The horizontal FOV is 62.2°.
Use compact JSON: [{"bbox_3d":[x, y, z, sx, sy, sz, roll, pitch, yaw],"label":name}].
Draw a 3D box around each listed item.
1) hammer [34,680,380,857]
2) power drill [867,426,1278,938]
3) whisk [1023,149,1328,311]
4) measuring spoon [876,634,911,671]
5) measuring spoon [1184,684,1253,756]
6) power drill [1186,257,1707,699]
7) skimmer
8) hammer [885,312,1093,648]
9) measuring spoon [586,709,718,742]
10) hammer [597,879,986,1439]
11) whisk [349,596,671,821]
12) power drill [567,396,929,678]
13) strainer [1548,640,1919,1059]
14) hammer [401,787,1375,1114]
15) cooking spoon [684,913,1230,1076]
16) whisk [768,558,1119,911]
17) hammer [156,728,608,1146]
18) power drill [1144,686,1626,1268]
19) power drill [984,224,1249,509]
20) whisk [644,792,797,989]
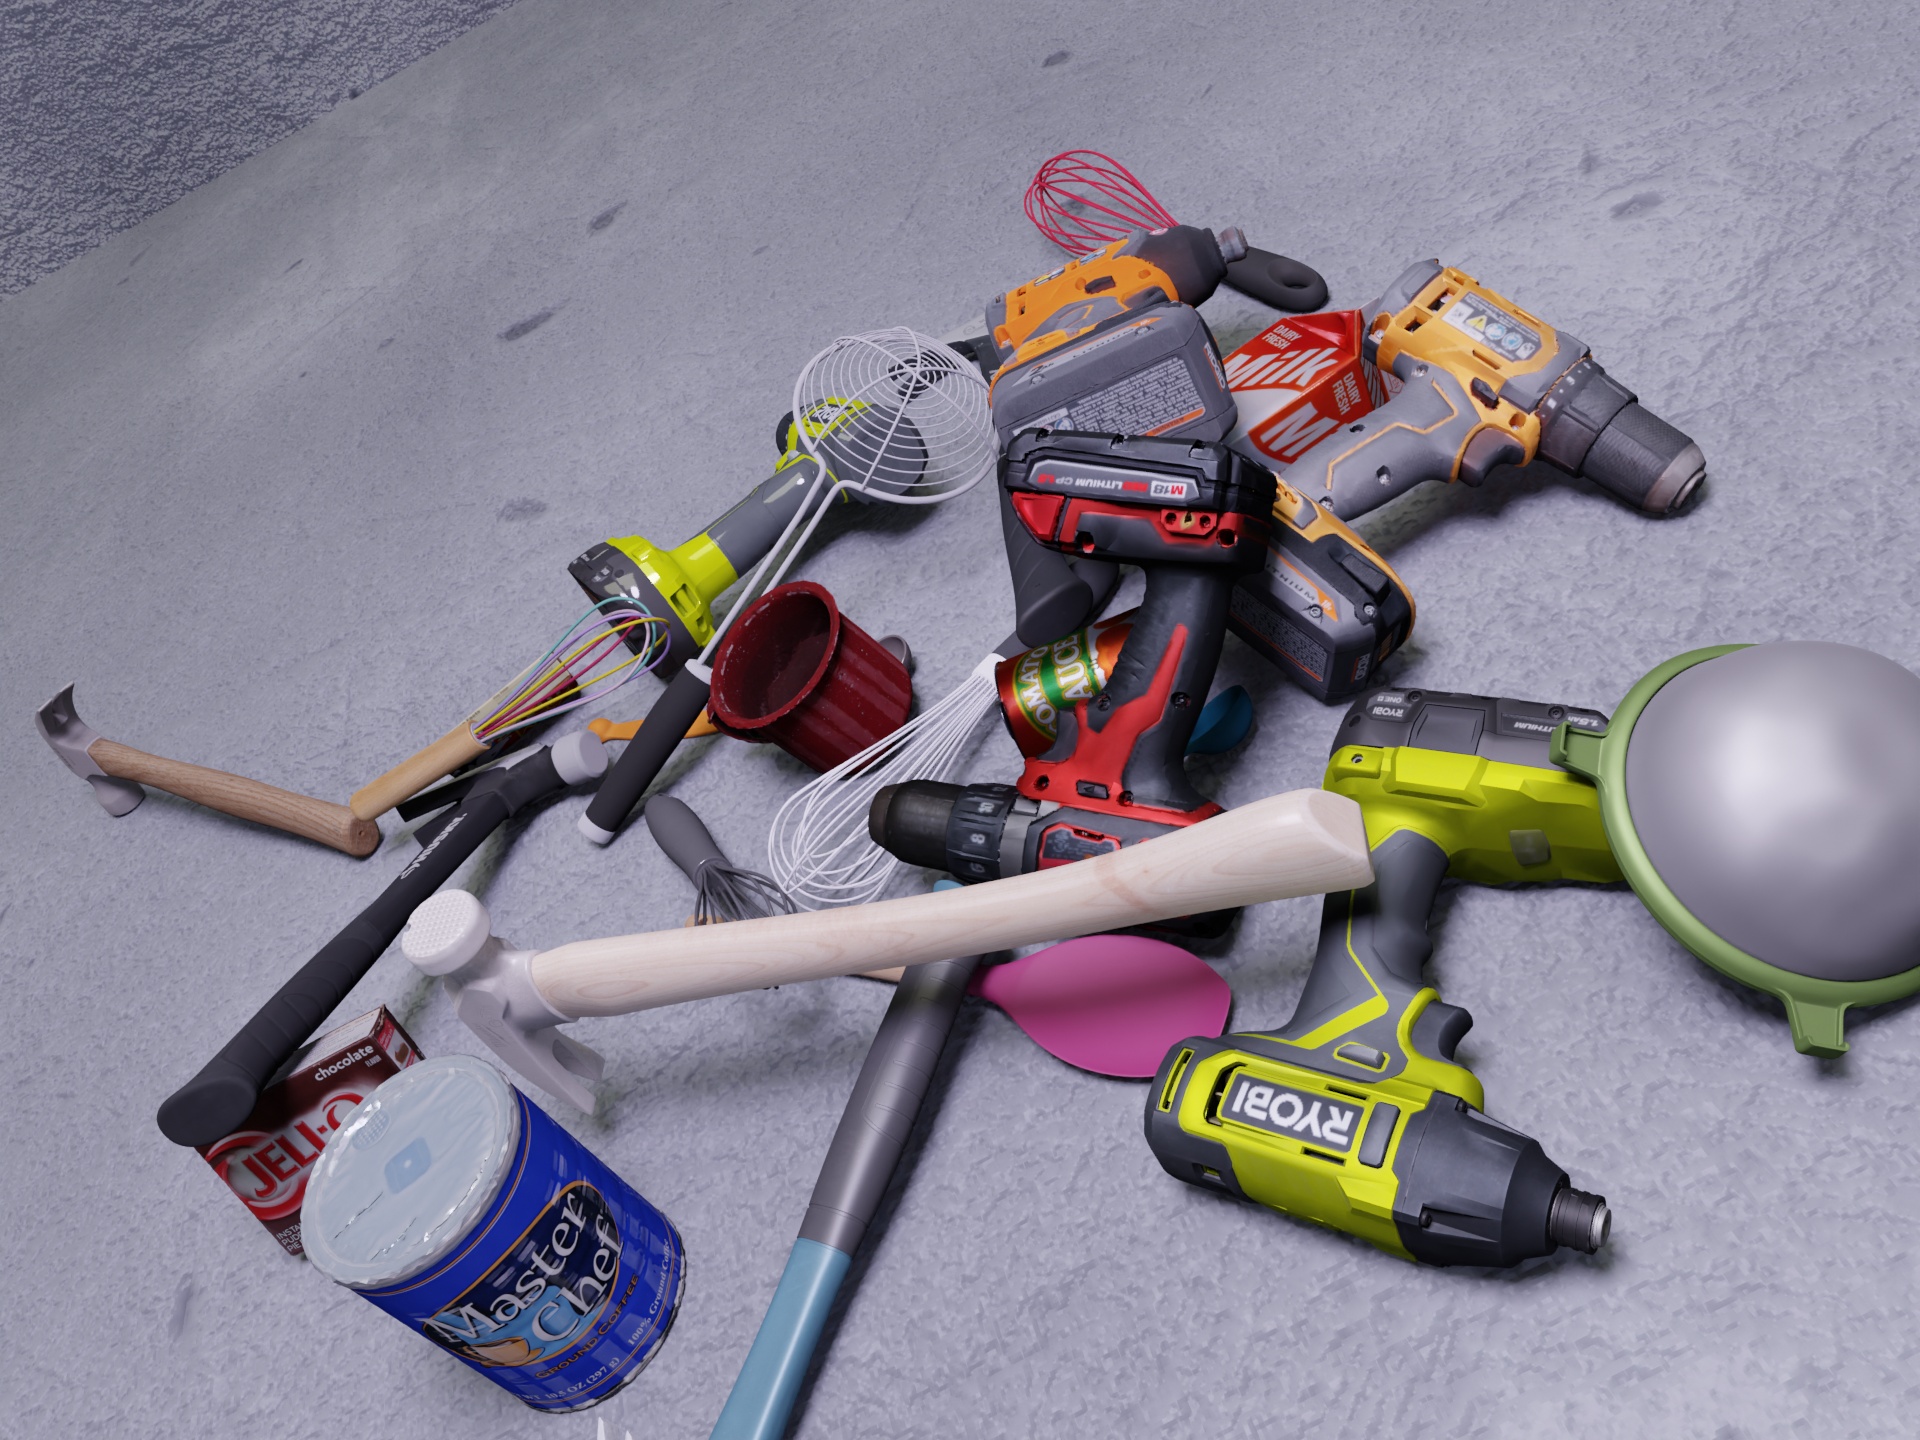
[{"bbox_3d":[-0.536,0.044,1.123,0.331,0.129,0.031,11,51,28],"label":"hammer"},{"bbox_3d":[0.052,-0.019,0.753,0.188,0.080,0.226,9,94,26],"label":"power drill"},{"bbox_3d":[0.146,-0.342,1.123,0.073,0.073,0.296,-42,48,-12],"label":"whisk"},{"bbox_3d":[-0.069,-0.043,0.987,0.124,0.018,0.034,20,76,50],"label":"measuring spoon"},{"bbox_3d":[0.105,0.036,0.799,0.128,0.021,0.042,-49,8,-7],"label":"measuring spoon"},{"bbox_3d":[0.240,-0.114,0.801,0.185,0.084,0.226,41,76,22],"label":"power drill"},{"bbox_3d":[-0.112,-0.078,0.966,0.127,0.090,0.363,37,98,7],"label":"skimmer"},{"bbox_3d":[0.030,-0.170,1.004,0.149,0.036,0.409,-23,35,12],"label":"hammer"},{"bbox_3d":[-0.194,0.002,1.017,0.117,0.011,0.021,-5,47,28],"label":"measuring spoon"},{"bbox_3d":[-0.052,0.216,0.687,0.128,0.033,0.331,3,55,34],"label":"hammer"},{"bbox_3d":[-0.281,-0.004,0.978,0.245,0.051,0.047,-30,12,14],"label":"whisk"},{"bbox_3d":[-0.145,-0.137,1.068,0.228,0.080,0.191,-39,25,-10],"label":"power drill"},{"bbox_3d":[0.366,0.001,0.600,0.256,0.069,0.152,-28,69,-16],"label":"strainer"},{"bbox_3d":[-0.029,0.097,0.687,0.410,0.146,0.038,-12,45,17],"label":"hammer"},{"bbox_3d":[-0.016,0.123,0.783,0.319,0.017,0.069,5,56,34],"label":"cooking spoon"},{"bbox_3d":[-0.002,-0.003,0.876,0.070,0.070,0.285,20,56,42],"label":"whisk"},{"bbox_3d":[-0.326,0.112,0.886,0.146,0.035,0.335,-19,22,24],"label":"hammer"},{"bbox_3d":[0.192,0.101,0.638,0.171,0.080,0.223,8,58,37],"label":"power drill"},{"bbox_3d":[0.095,-0.218,0.905,0.164,0.084,0.227,-22,28,15],"label":"power drill"},{"bbox_3d":[-0.136,0.083,0.852,0.055,0.055,0.239,-39,28,-9],"label":"whisk"}]
